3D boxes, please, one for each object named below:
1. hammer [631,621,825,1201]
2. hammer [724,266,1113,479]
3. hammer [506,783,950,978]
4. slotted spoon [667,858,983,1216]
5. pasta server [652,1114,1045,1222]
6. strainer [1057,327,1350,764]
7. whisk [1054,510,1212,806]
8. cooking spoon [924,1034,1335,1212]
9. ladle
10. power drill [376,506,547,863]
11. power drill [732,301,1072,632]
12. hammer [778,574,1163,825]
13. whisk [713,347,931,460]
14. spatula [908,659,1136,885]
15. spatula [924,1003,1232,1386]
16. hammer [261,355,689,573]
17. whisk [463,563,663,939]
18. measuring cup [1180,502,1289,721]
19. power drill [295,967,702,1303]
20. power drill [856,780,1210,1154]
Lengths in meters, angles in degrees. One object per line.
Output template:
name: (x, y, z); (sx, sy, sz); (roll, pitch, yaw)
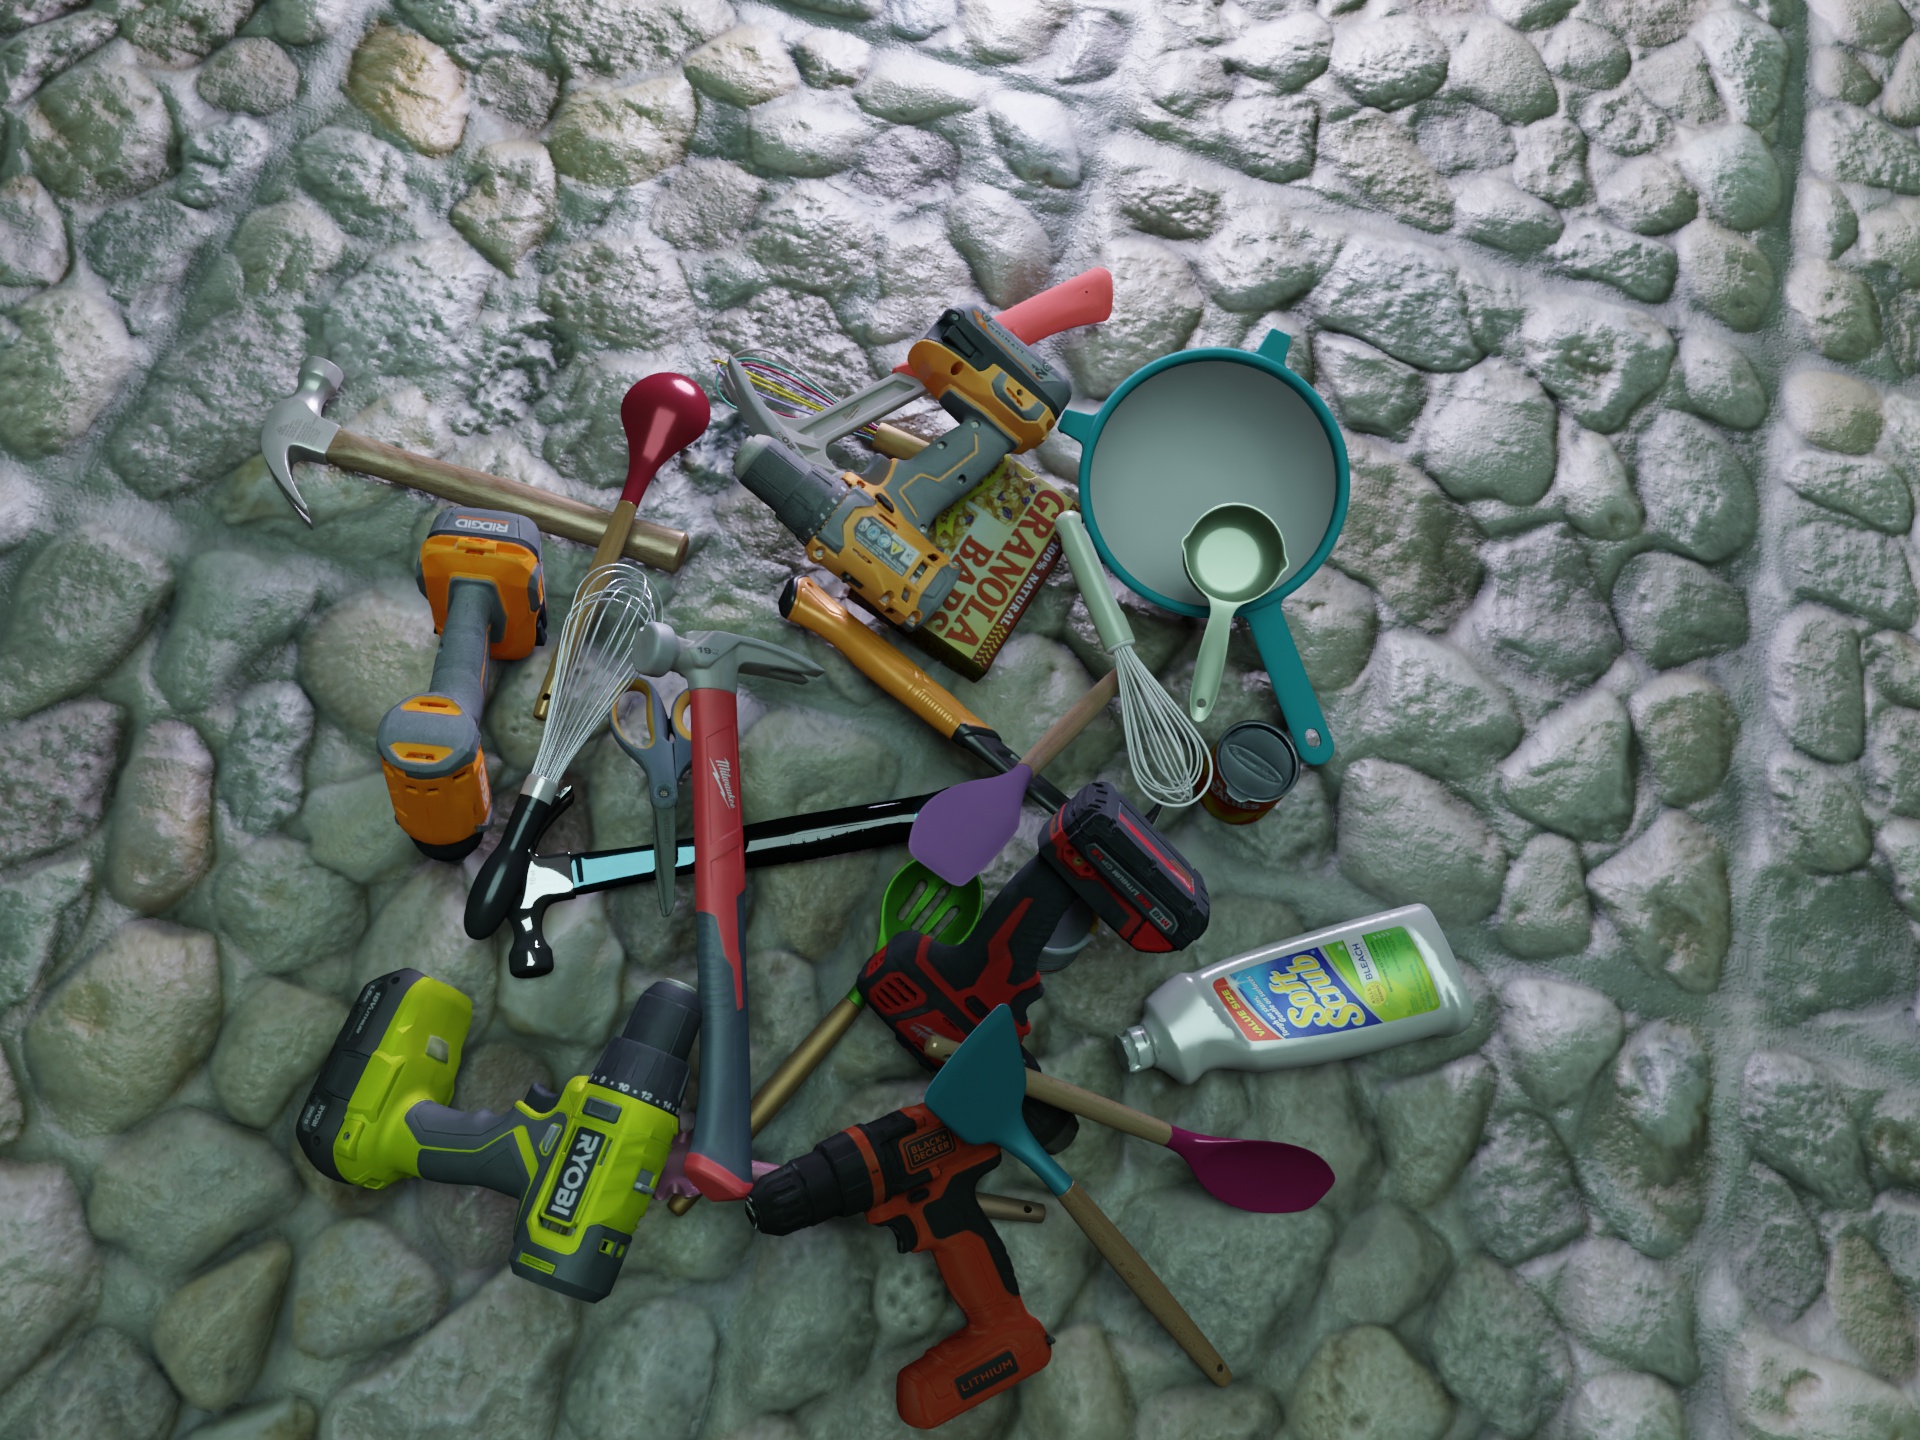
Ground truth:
hammer: (-0.149, 0.124, 1.078); (0.143, 0.038, 0.387); (11, 64, -37)
hammer: (-0.014, -0.300, 1.306); (0.359, 0.036, 0.149); (-34, 81, -28)
hammer: (-0.163, 0.094, 1.147); (0.331, 0.033, 0.128); (-9, 70, -13)
slotted spoon: (-0.094, 0.216, 1.111); (0.070, 0.031, 0.314); (40, 69, 5)
pasta server: (-0.093, 0.305, 1.054); (0.316, 0.040, 0.060); (11, 62, -11)
strainer: (0.221, -0.126, 1.276); (0.211, 0.095, 0.340); (-21, 91, 1)
whisk: (0.125, -0.049, 1.208); (0.059, 0.057, 0.246); (-22, 79, 0)
cooking spoon: (0.117, 0.269, 1.067); (0.318, 0.068, 0.017); (24, 27, -18)
ladle: (-0.261, -0.141, 1.201); (0.069, 0.031, 0.316); (17, 67, -3)
power drill: (-0.346, -0.017, 1.111); (0.084, 0.164, 0.227); (6, 54, -7)
power drill: (-0.044, -0.205, 1.187); (0.185, 0.084, 0.226); (37, 74, -9)
hammer: (-0.002, -0.004, 1.196); (0.337, 0.034, 0.127); (38, 32, 15)
whisk: (-0.089, -0.241, 1.294); (0.245, 0.047, 0.051); (23, 65, -3)
spatula: (0.056, 0.024, 1.145); (0.060, 0.018, 0.316); (35, 40, 12)
spatula: (0.087, 0.322, 1.025); (0.082, 0.044, 0.317); (-45, 104, -28)
hammer: (-0.373, -0.176, 1.226); (0.331, 0.031, 0.130); (18, 66, -2)
whisk: (-0.282, 0.019, 1.110); (0.070, 0.070, 0.285); (21, 73, 0)
measuring cup: (0.197, -0.081, 1.211); (0.083, 0.038, 0.167); (12, 92, 1)
power drill: (-0.279, 0.234, 0.995); (0.228, 0.080, 0.191); (11, 68, 22)
power drill: (0.065, 0.173, 1.073); (0.226, 0.080, 0.188); (-43, 95, 15)
